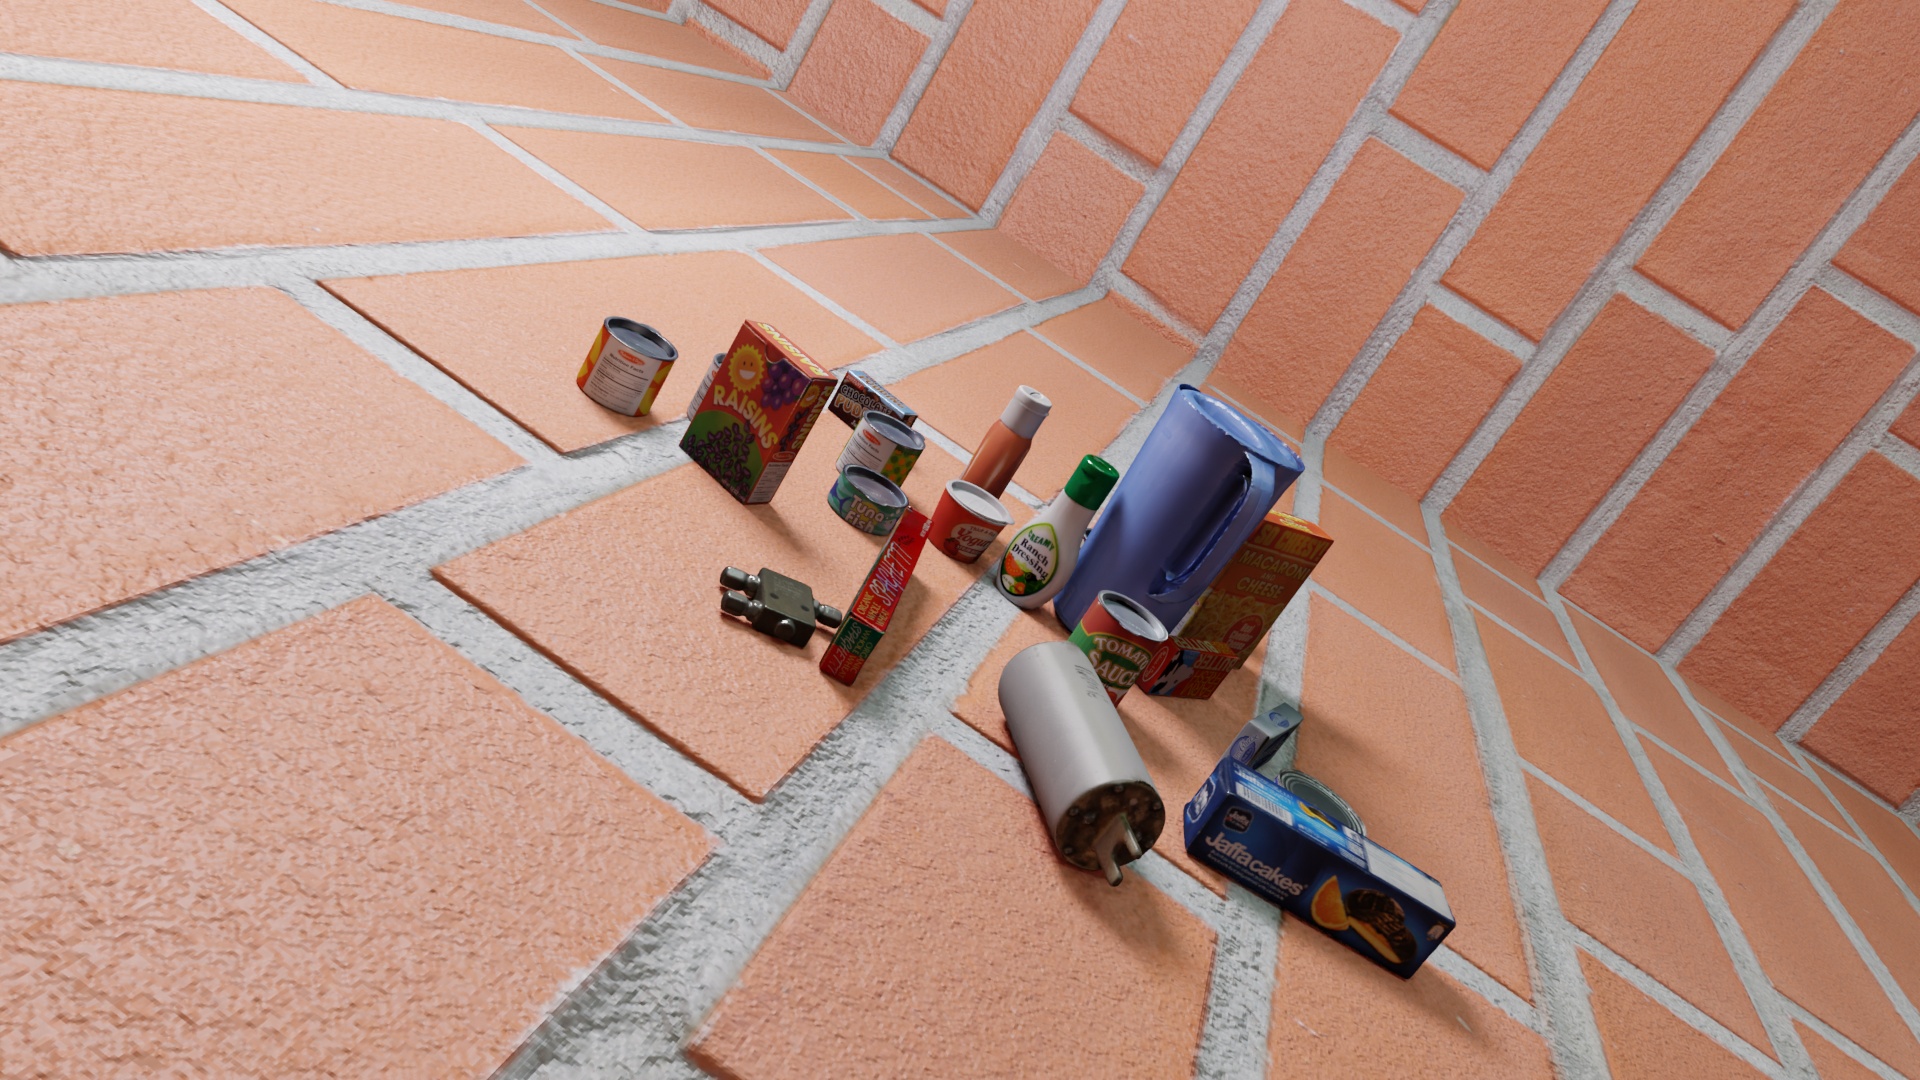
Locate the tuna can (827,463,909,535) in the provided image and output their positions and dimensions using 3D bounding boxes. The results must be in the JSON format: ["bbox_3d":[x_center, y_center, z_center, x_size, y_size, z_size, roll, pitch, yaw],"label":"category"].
[{"bbox_3d":[-0.081,-0.035,1.221,0.071,0.032,0.071,28,20,-11],"label":"tuna can"}]

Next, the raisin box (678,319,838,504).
[{"bbox_3d":[-0.165,-0.103,1.124,0.086,0.123,0.040,41,21,23],"label":"raisin box"}]

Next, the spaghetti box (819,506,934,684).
[{"bbox_3d":[-0.060,0.036,1.059,0.029,0.050,0.251,31,20,-4],"label":"spaghetti box"}]

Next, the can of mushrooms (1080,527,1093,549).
[{"bbox_3d":[0.145,0.018,1.433,0.071,0.033,0.071,28,20,-11],"label":"can of mushrooms"}]

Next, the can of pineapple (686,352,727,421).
[{"bbox_3d":[-0.197,-0.123,1.219,0.071,0.057,0.071,28,20,-11],"label":"can of pineapple"}]

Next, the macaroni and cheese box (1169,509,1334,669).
[{"bbox_3d":[0.274,0.045,1.363,0.124,0.166,0.040,14,26,-43],"label":"macaroni and cheese box"}]

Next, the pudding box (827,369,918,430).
[{"bbox_3d":[-0.089,-0.132,1.415,0.084,0.049,0.030,40,21,21],"label":"pudding box"}]

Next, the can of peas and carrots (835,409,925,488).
[{"bbox_3d":[-0.074,-0.080,1.302,0.071,0.058,0.071,28,20,-11],"label":"can of peas and carrots"}]

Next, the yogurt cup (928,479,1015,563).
[{"bbox_3d":[0.005,-0.016,1.273,0.072,0.053,0.073,28,20,-11],"label":"yogurt cup"}]

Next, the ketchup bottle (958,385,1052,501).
[{"bbox_3d":[0.035,-0.076,1.321,0.043,0.148,0.065,36,19,10],"label":"ketchup bottle"}]

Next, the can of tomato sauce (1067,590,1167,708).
[{"bbox_3d":[0.120,0.094,1.141,0.071,0.082,0.071,28,20,-11],"label":"can of tomato sauce"}]

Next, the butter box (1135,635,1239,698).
[{"bbox_3d":[0.206,0.116,1.262,0.103,0.053,0.024,11,29,-46],"label":"butter box"}]

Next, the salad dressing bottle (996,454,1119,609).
[{"bbox_3d":[0.088,-0.008,1.240,0.064,0.147,0.044,43,22,27],"label":"salad dressing bottle"}]

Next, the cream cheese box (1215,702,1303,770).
[{"bbox_3d":[0.260,0.174,1.203,0.024,0.053,0.104,40,21,22],"label":"cream cheese box"}]

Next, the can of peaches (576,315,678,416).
[{"bbox_3d":[-0.276,-0.145,1.154,0.071,0.058,0.071,28,20,-11],"label":"can of peaches"}]
